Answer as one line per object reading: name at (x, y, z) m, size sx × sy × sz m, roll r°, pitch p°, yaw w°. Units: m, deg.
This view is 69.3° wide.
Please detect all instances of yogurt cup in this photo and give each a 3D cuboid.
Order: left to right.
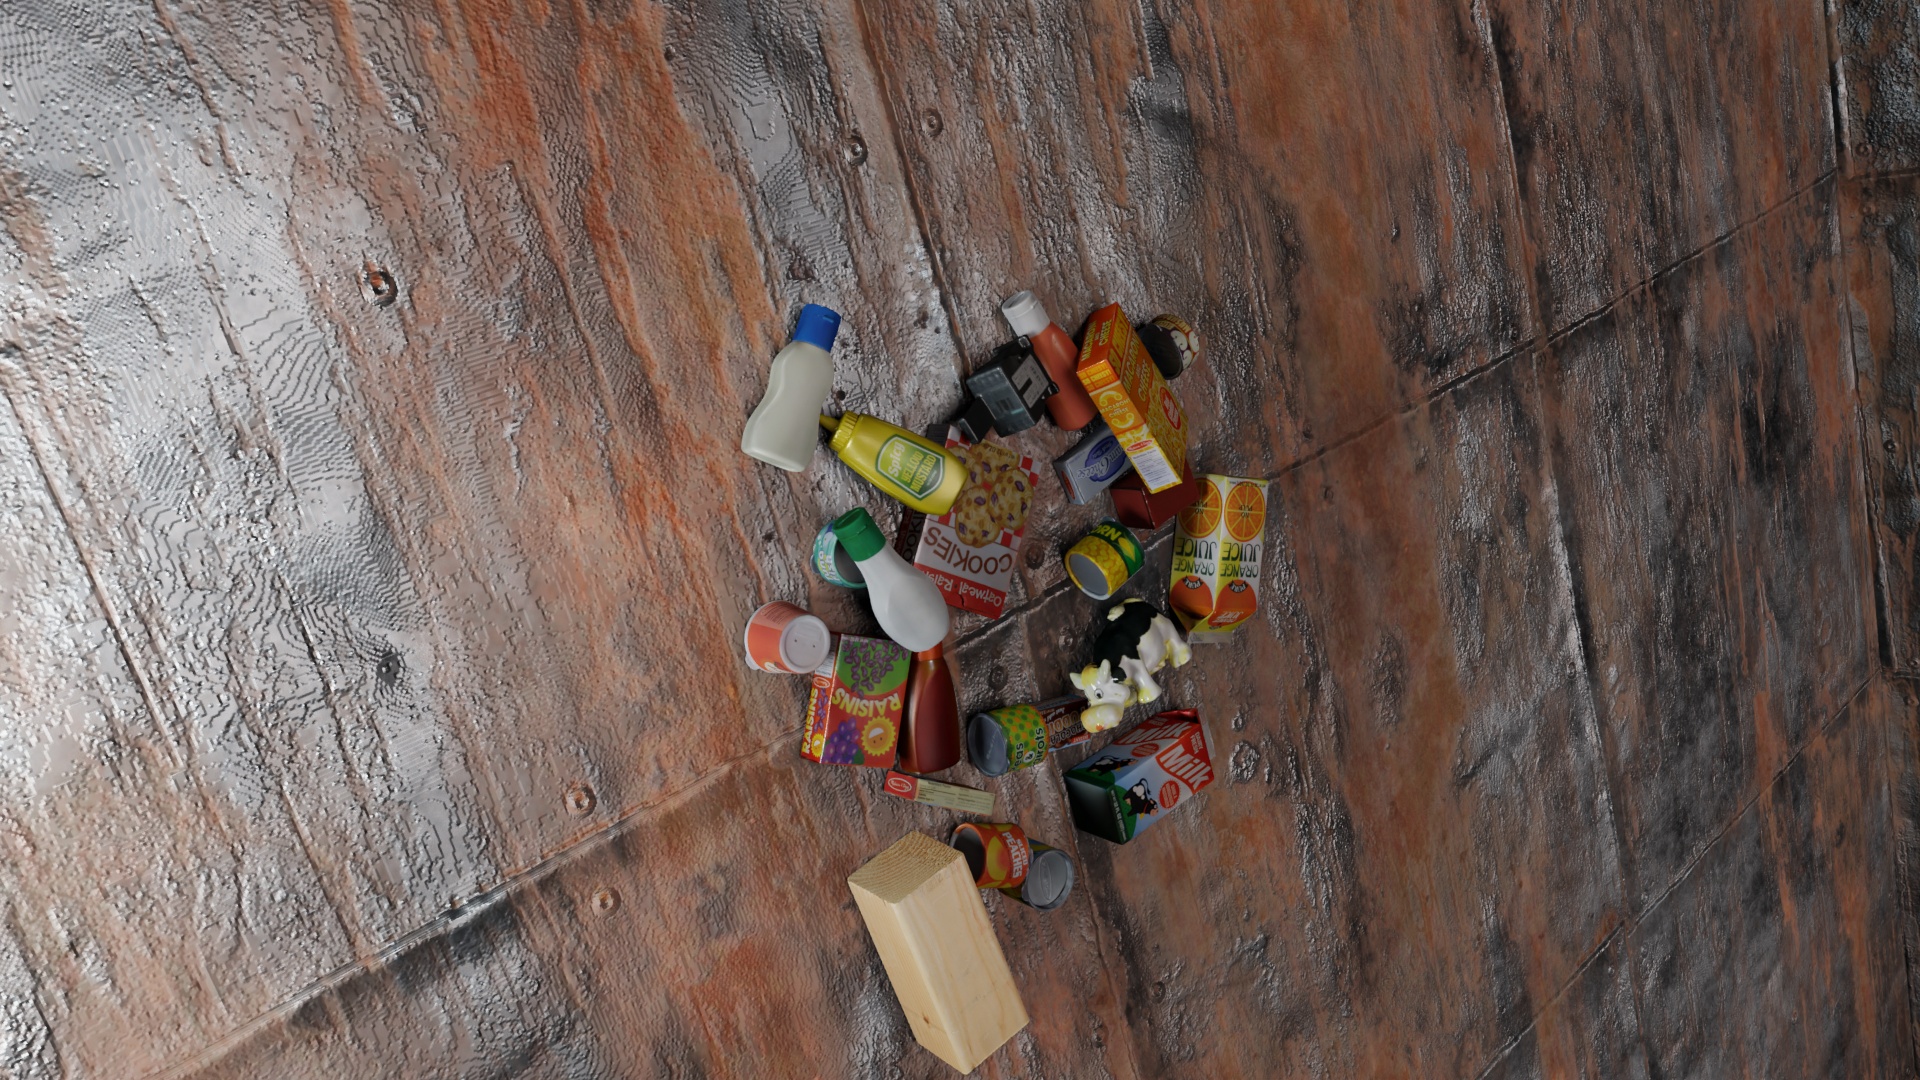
yogurt cup at (-0.155, 0.091, 1.265) m, size 0.072 × 0.054 × 0.072 m, roll -4°, pitch 96°, yaw -37°

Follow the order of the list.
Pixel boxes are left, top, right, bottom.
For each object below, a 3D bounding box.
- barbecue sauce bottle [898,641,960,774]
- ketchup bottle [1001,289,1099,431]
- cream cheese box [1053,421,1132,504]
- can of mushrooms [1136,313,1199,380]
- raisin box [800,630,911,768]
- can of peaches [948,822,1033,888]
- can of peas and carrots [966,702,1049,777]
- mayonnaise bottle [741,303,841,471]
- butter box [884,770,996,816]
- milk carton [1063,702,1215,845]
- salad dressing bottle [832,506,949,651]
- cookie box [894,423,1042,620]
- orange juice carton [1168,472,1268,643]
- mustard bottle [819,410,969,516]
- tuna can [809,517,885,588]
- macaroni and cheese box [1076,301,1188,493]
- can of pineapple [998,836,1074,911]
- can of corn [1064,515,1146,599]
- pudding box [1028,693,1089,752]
barbecue sauce bottle at (-0.033, 0.151, 1.366) m, size 0.065 × 0.043 × 0.148 m, roll -9°, pitch 99°, yaw -44°
ketchup bottle at (0.094, -0.188, 1.430) m, size 0.065 × 0.043 × 0.148 m, roll -52°, pitch 121°, yaw -34°
cream cheese box at (0.150, -0.088, 1.492) m, size 0.104 × 0.024 × 0.053 m, roll -38°, pitch 115°, yaw -28°
can of mushrooms at (0.224, -0.213, 1.509) m, size 0.033 × 0.071 × 0.071 m, roll -40°, pitch 116°, yaw -27°
raisin box at (-0.099, 0.151, 1.321) m, size 0.086 × 0.040 × 0.123 m, roll 11°, pitch 86°, yaw -37°
can of peaches at (0.030, 0.320, 1.410) m, size 0.058 × 0.071 × 0.071 m, roll 9°, pitch 89°, yaw -35°
can of peas and carrots at (0.050, 0.204, 1.415) m, size 0.059 × 0.071 × 0.071 m, roll -9°, pitch 100°, yaw -36°
mayonnaise bottle at (-0.147, -0.140, 1.259) m, size 0.065 × 0.041 × 0.148 m, roll 22°, pitch 80°, yaw -29°
butter box at (-0.020, 0.251, 1.379) m, size 0.103 × 0.053 × 0.024 m, roll 19°, pitch 81°, yaw -37°
milk carton at (0.213, 0.252, 1.538) m, size 0.191 × 0.073 × 0.072 m, roll -26°, pitch 109°, yaw -32°
salad dressing bottle at (-0.065, 0.036, 1.291) m, size 0.064 × 0.044 × 0.147 m, roll -40°, pitch 114°, yaw -16°
cookie box at (0.005, -0.017, 1.381) m, size 0.123 × 0.040 × 0.167 m, roll 20°, pitch 82°, yaw -36°
orange juice carton at (0.291, 0.021, 1.576) m, size 0.072 × 0.073 × 0.192 m, roll 4°, pitch 92°, yaw -37°
mustard bottle at (-0.072, -0.081, 1.298) m, size 0.160 × 0.049 × 0.065 m, roll 28°, pitch 86°, yaw -11°
tuna can at (-0.105, 0.012, 1.308) m, size 0.071 × 0.033 × 0.071 m, roll -4°, pitch 96°, yaw -37°
macaroni and cheese box at (0.183, -0.150, 1.466) m, size 0.166 × 0.040 × 0.124 m, roll 53°, pitch 30°, yaw -26°
can of pineapple at (0.075, 0.348, 1.454) m, size 0.071 × 0.058 × 0.071 m, roll -4°, pitch 96°, yaw -36°
can of corn at (0.152, 0.019, 1.478) m, size 0.058 × 0.071 × 0.071 m, roll -39°, pitch 115°, yaw -27°
pudding box at (0.096, 0.196, 1.474) m, size 0.084 × 0.030 × 0.049 m, roll -8°, pitch 99°, yaw -35°
